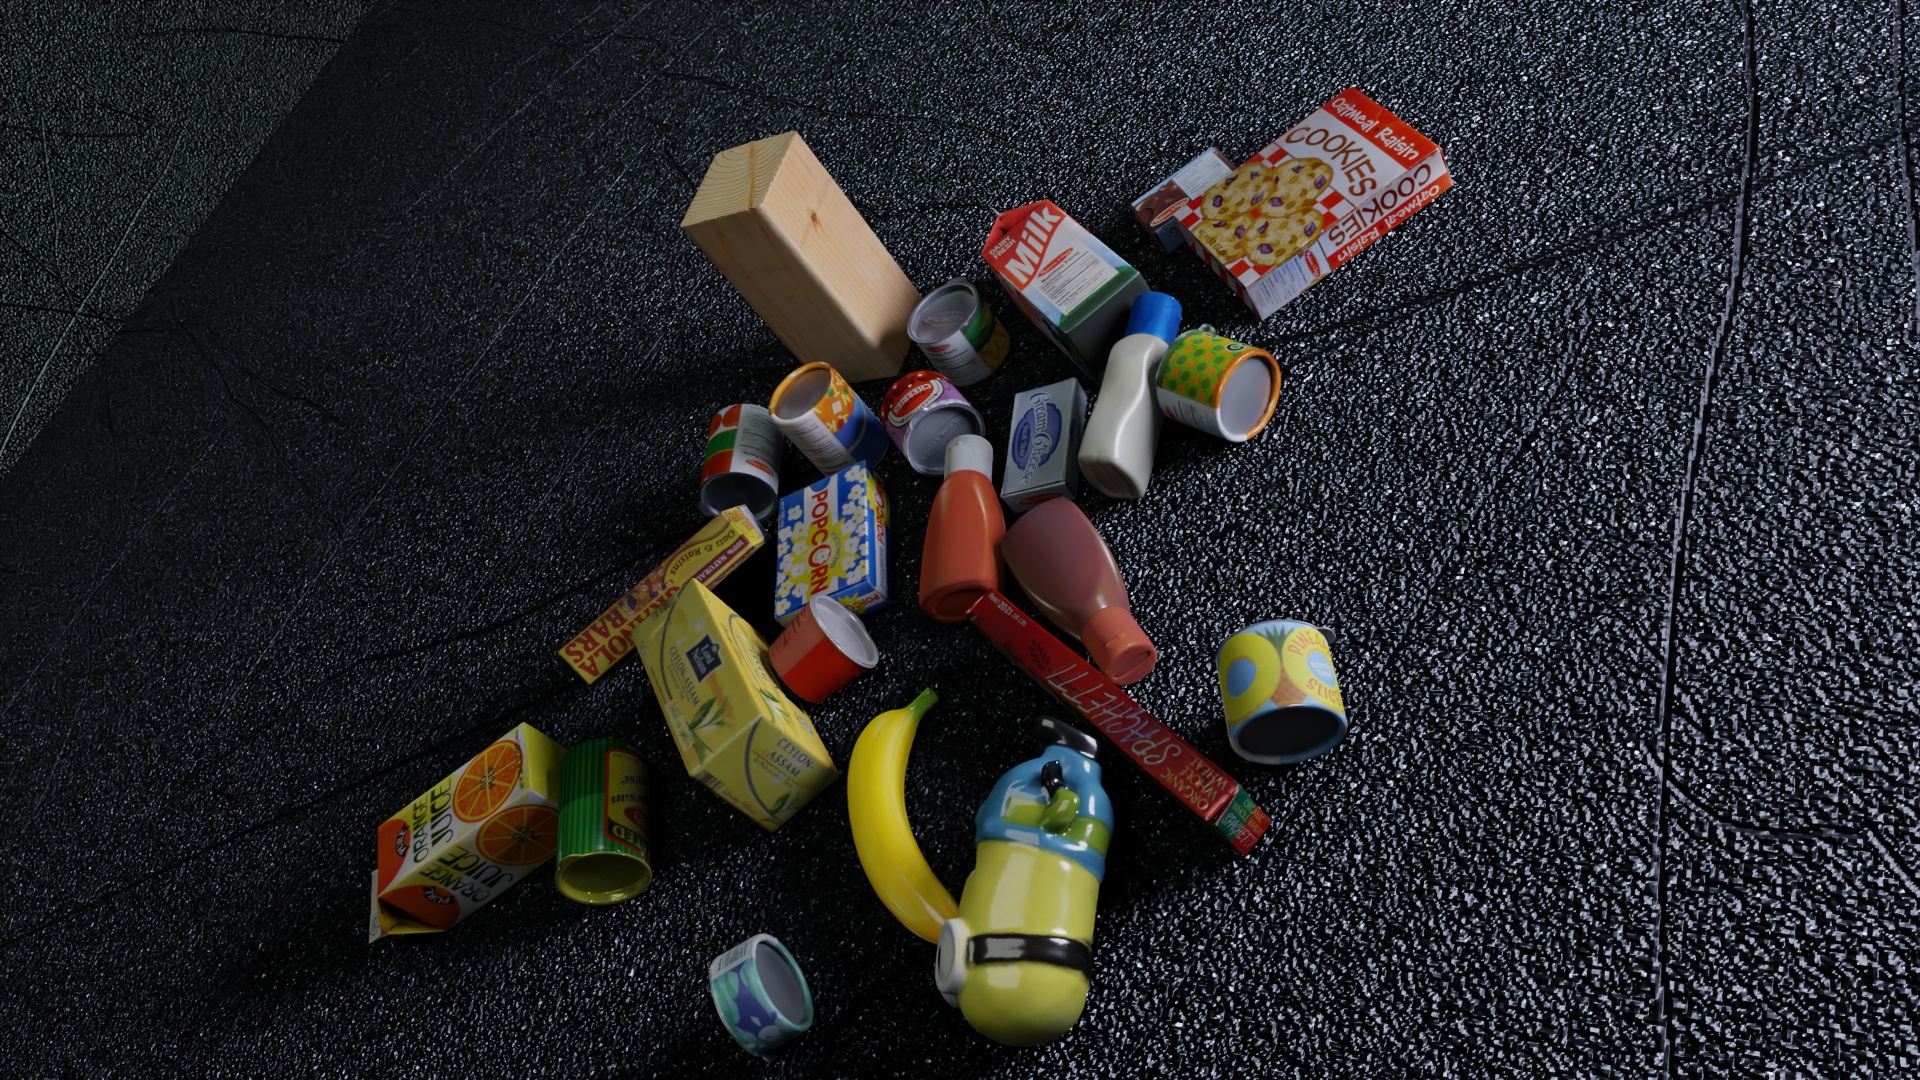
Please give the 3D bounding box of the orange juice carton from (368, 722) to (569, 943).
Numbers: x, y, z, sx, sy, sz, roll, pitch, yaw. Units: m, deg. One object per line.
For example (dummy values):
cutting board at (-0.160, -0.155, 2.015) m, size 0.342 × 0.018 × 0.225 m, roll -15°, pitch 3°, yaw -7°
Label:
orange juice carton at (-0.385, 0.233, 1.077) m, size 0.192 × 0.073 × 0.072 m, roll -35°, pitch 42°, yaw 7°

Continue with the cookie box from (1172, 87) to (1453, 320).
cookie box at (0.260, -0.255, 1.039) m, size 0.167 × 0.040 × 0.123 m, roll -35°, pitch 42°, yaw 6°

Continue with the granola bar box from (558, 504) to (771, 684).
granola bar box at (-0.229, 0.041, 1.102) m, size 0.165 × 0.039 × 0.124 m, roll -40°, pitch 4°, yaw 1°

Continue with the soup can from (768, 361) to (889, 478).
soup can at (-0.107, -0.099, 1.144) m, size 0.071 × 0.083 × 0.072 m, roll -20°, pitch 46°, yaw 22°

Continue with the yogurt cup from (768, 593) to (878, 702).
yogurt cup at (-0.101, 0.081, 1.006) m, size 0.054 × 0.072 × 0.073 m, roll -42°, pitch 41°, yaw 12°

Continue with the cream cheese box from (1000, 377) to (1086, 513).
cream cheese box at (0.063, -0.072, 1.041) m, size 0.053 × 0.024 × 0.104 m, roll -13°, pitch 49°, yaw 28°

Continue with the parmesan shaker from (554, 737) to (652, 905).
parmesan shaker at (-0.262, 0.202, 1.014) m, size 0.071 × 0.071 × 0.103 m, roll -28°, pitch 44°, yaw 14°

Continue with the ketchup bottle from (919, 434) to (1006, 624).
ketchup bottle at (0.004, -0.013, 1.020) m, size 0.064 × 0.043 × 0.149 m, roll -24°, pitch 44°, yaw 29°

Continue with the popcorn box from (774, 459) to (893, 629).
popcorn box at (-0.099, 0.008, 1.083) m, size 0.085 × 0.038 × 0.127 m, roll -24°, pitch 45°, yaw 20°

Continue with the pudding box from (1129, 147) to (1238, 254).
pudding box at (0.184, -0.274, 1.118) m, size 0.083 × 0.030 × 0.050 m, roll -35°, pitch 44°, yaw 7°

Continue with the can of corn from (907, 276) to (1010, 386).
can of corn at (0.000, -0.172, 1.145) m, size 0.071 × 0.058 × 0.071 m, roll -20°, pitch 46°, yaw 22°

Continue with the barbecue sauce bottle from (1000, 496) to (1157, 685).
barbecue sauce bottle at (0.081, 0.035, 0.925) m, size 0.065 × 0.043 × 0.149 m, roll -37°, pitch 43°, yaw 5°

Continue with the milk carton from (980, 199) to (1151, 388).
milk carton at (0.082, -0.205, 1.105) m, size 0.073 × 0.072 × 0.191 m, roll -39°, pitch 43°, yaw 2°

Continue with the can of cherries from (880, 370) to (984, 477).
can of cherries at (-0.024, -0.094, 1.088) m, size 0.071 × 0.071 × 0.058 m, roll -39°, pitch 42°, yaw 2°

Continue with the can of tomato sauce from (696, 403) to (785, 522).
can of tomato sauce at (-0.187, -0.065, 1.187) m, size 0.071 × 0.071 × 0.083 m, roll -20°, pitch 45°, yaw 22°

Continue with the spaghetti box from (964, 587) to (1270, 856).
spaghetti box at (0.090, 0.105, 0.855) m, size 0.029 × 0.050 × 0.251 m, roll -47°, pitch 43°, yaw -5°

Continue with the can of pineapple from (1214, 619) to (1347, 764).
can of pineapple at (0.183, 0.086, 0.790) m, size 0.071 × 0.071 × 0.058 m, roll -21°, pitch 47°, yaw 21°

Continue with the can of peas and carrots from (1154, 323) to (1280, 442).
can of peas and carrots at (0.179, -0.109, 0.956) m, size 0.071 × 0.070 × 0.059 m, roll -51°, pitch 44°, yaw -10°

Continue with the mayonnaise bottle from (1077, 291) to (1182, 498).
mayonnaise bottle at (0.124, -0.106, 0.987) m, size 0.041 × 0.064 × 0.148 m, roll 2°, pitch 63°, yaw 32°

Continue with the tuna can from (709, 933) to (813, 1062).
tuna can at (-0.120, 0.280, 0.852) m, size 0.033 × 0.071 × 0.071 m, roll -33°, pitch 43°, yaw 9°
